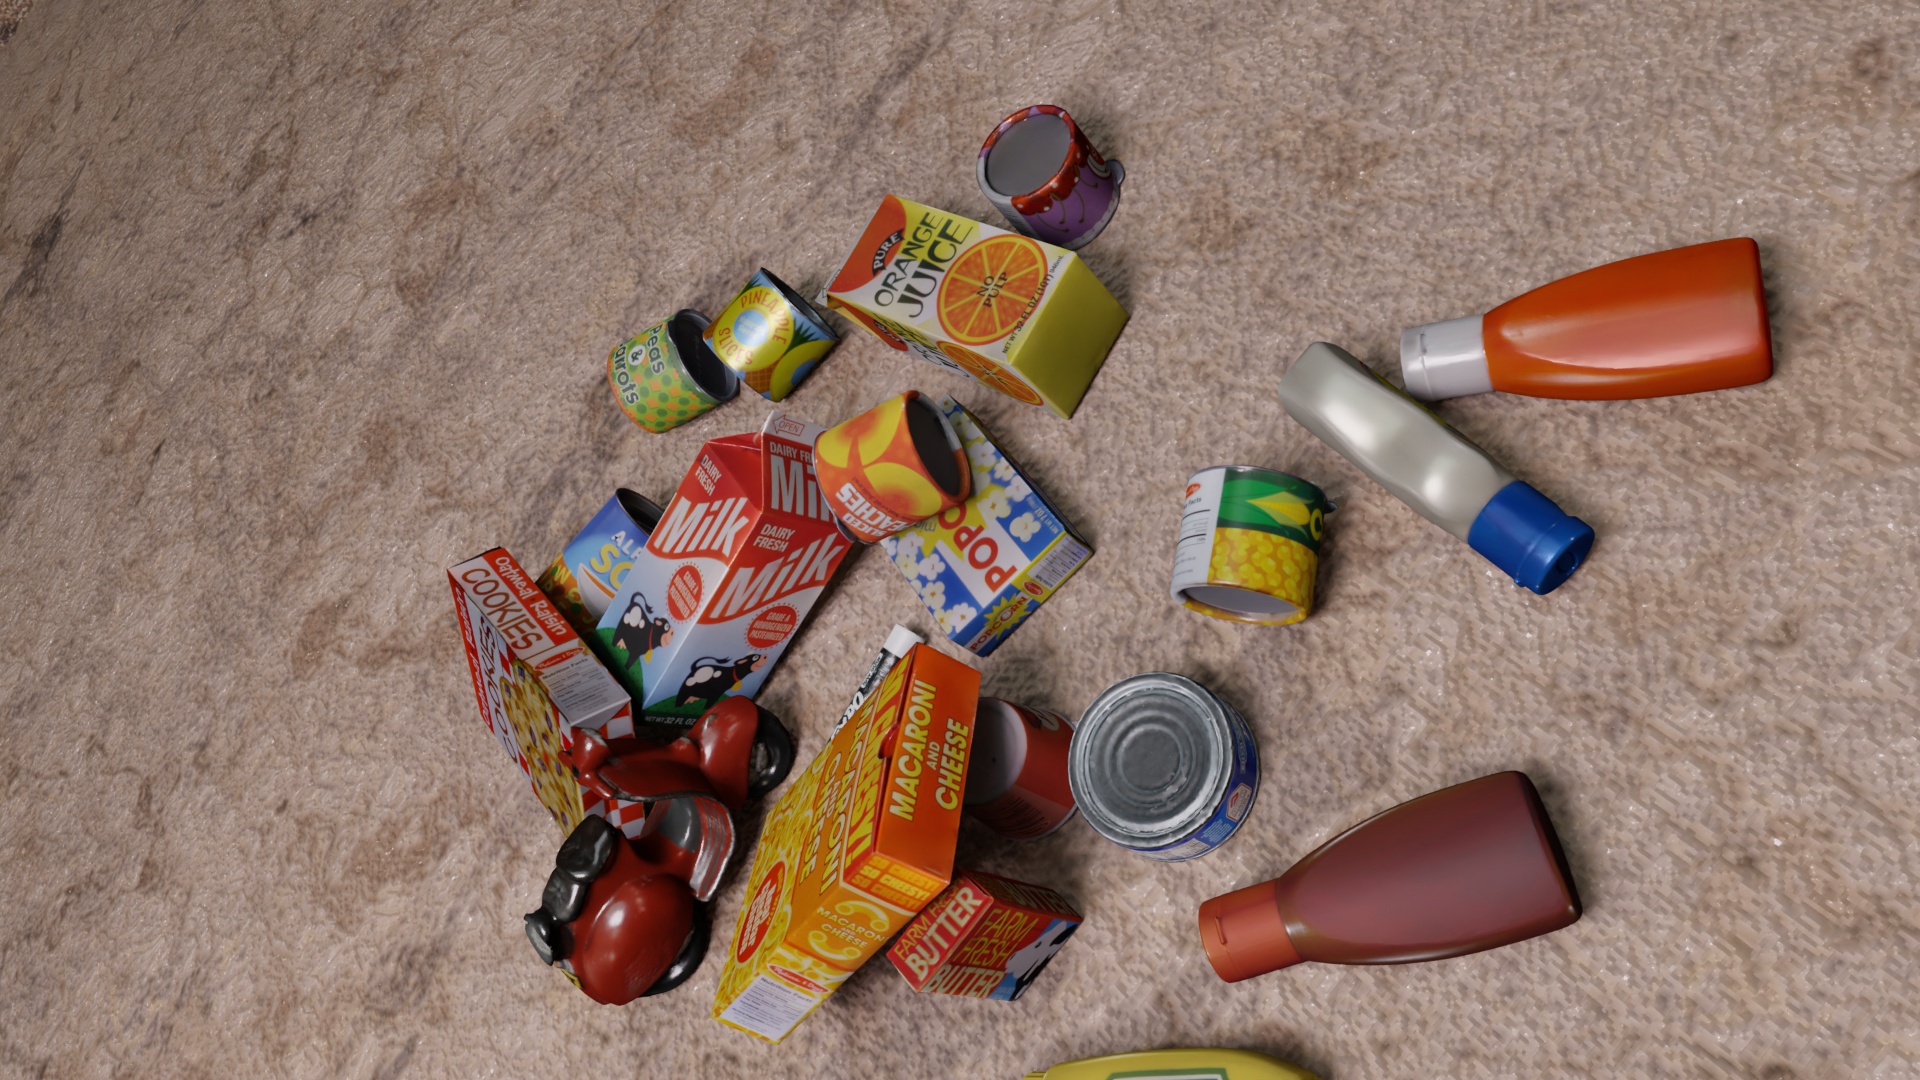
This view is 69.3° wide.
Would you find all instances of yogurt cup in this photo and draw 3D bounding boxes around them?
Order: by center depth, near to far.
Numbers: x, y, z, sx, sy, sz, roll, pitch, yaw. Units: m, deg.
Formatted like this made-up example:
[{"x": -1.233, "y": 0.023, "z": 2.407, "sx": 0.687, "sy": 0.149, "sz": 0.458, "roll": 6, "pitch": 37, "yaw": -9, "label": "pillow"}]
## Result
[{"x": 0.022, "y": 0.110, "z": 0.685, "sx": 0.072, "sy": 0.054, "sz": 0.072, "roll": -14, "pitch": 63, "yaw": 28, "label": "yogurt cup"}]

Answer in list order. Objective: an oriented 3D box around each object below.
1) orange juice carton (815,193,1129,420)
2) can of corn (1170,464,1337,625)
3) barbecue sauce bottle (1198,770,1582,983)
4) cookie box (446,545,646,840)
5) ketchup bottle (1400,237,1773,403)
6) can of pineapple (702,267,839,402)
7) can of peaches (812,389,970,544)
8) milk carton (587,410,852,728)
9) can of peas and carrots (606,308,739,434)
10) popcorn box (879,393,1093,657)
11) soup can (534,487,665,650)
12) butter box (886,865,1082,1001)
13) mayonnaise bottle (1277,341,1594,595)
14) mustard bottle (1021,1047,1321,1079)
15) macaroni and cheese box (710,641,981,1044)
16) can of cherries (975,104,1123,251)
[{"x": -0.005, "y": -0.143, "z": 0.806, "sx": 0.193, "sy": 0.073, "sz": 0.072, "roll": 28, "pitch": 85, "yaw": 38, "label": "orange juice carton"}, {"x": 0.138, "y": 0.004, "z": 0.654, "sx": 0.071, "sy": 0.071, "sz": 0.058, "roll": 2, "pitch": 71, "yaw": 33, "label": "can of corn"}, {"x": 0.173, "y": 0.147, "z": 0.578, "sx": 0.148, "sy": 0.043, "sz": 0.065, "roll": -24, "pitch": 58, "yaw": 22, "label": "barbecue sauce bottle"}, {"x": -0.244, "y": 0.098, "z": 0.823, "sx": 0.040, "sy": 0.122, "sz": 0.168, "roll": -23, "pitch": 44, "yaw": -31, "label": "cookie box"}, {"x": 0.276, "y": -0.091, "z": 0.622, "sx": 0.148, "sy": 0.043, "sz": 0.065, "roll": -7, "pitch": 65, "yaw": 30, "label": "ketchup bottle"}, {"x": -0.120, "y": -0.129, "z": 0.875, "sx": 0.058, "sy": 0.071, "sz": 0.071, "roll": -46, "pitch": 52, "yaw": 8, "label": "can of pineapple"}, {"x": -0.035, "y": -0.037, "z": 0.730, "sx": 0.058, "sy": 0.071, "sz": 0.071, "roll": -24, "pitch": 58, "yaw": 21, "label": "can of peaches"}, {"x": -0.127, "y": 0.012, "z": 0.785, "sx": 0.190, "sy": 0.072, "sz": 0.074, "roll": -55, "pitch": 50, "yaw": 17, "label": "milk carton"}, {"x": -0.190, "y": -0.111, "z": 0.910, "sx": 0.058, "sy": 0.071, "sz": 0.071, "roll": -24, "pitch": 58, "yaw": 23, "label": "can of peas and carrots"}, {"x": 0.003, "y": -0.010, "z": 0.761, "sx": 0.085, "sy": 0.038, "sz": 0.127, "roll": -45, "pitch": 53, "yaw": 9, "label": "popcorn box"}, {"x": -0.215, "y": 0.021, "z": 0.868, "sx": 0.083, "sy": 0.071, "sz": 0.071, "roll": -47, "pitch": 52, "yaw": 7, "label": "soup can"}, {"x": 0.013, "y": 0.179, "z": 0.627, "sx": 0.024, "sy": 0.103, "sz": 0.053, "roll": 40, "pitch": 93, "yaw": 33, "label": "butter box"}, {"x": 0.212, "y": -0.034, "z": 0.626, "sx": 0.148, "sy": 0.065, "sz": 0.041, "roll": 45, "pitch": 104, "yaw": 34, "label": "mayonnaise bottle"}, {"x": 0.073, "y": 0.250, "z": 0.591, "sx": 0.160, "sy": 0.048, "sz": 0.065, "roll": -10, "pitch": 62, "yaw": 28, "label": "mustard bottle"}, {"x": -0.054, "y": 0.143, "z": 0.654, "sx": 0.165, "sy": 0.040, "sz": 0.124, "roll": -51, "pitch": 18, "yaw": 37, "label": "macaroni and cheese box"}, {"x": 0.053, "y": -0.212, "z": 0.810, "sx": 0.071, "sy": 0.058, "sz": 0.072, "roll": -14, "pitch": 63, "yaw": 28, "label": "can of cherries"}]
